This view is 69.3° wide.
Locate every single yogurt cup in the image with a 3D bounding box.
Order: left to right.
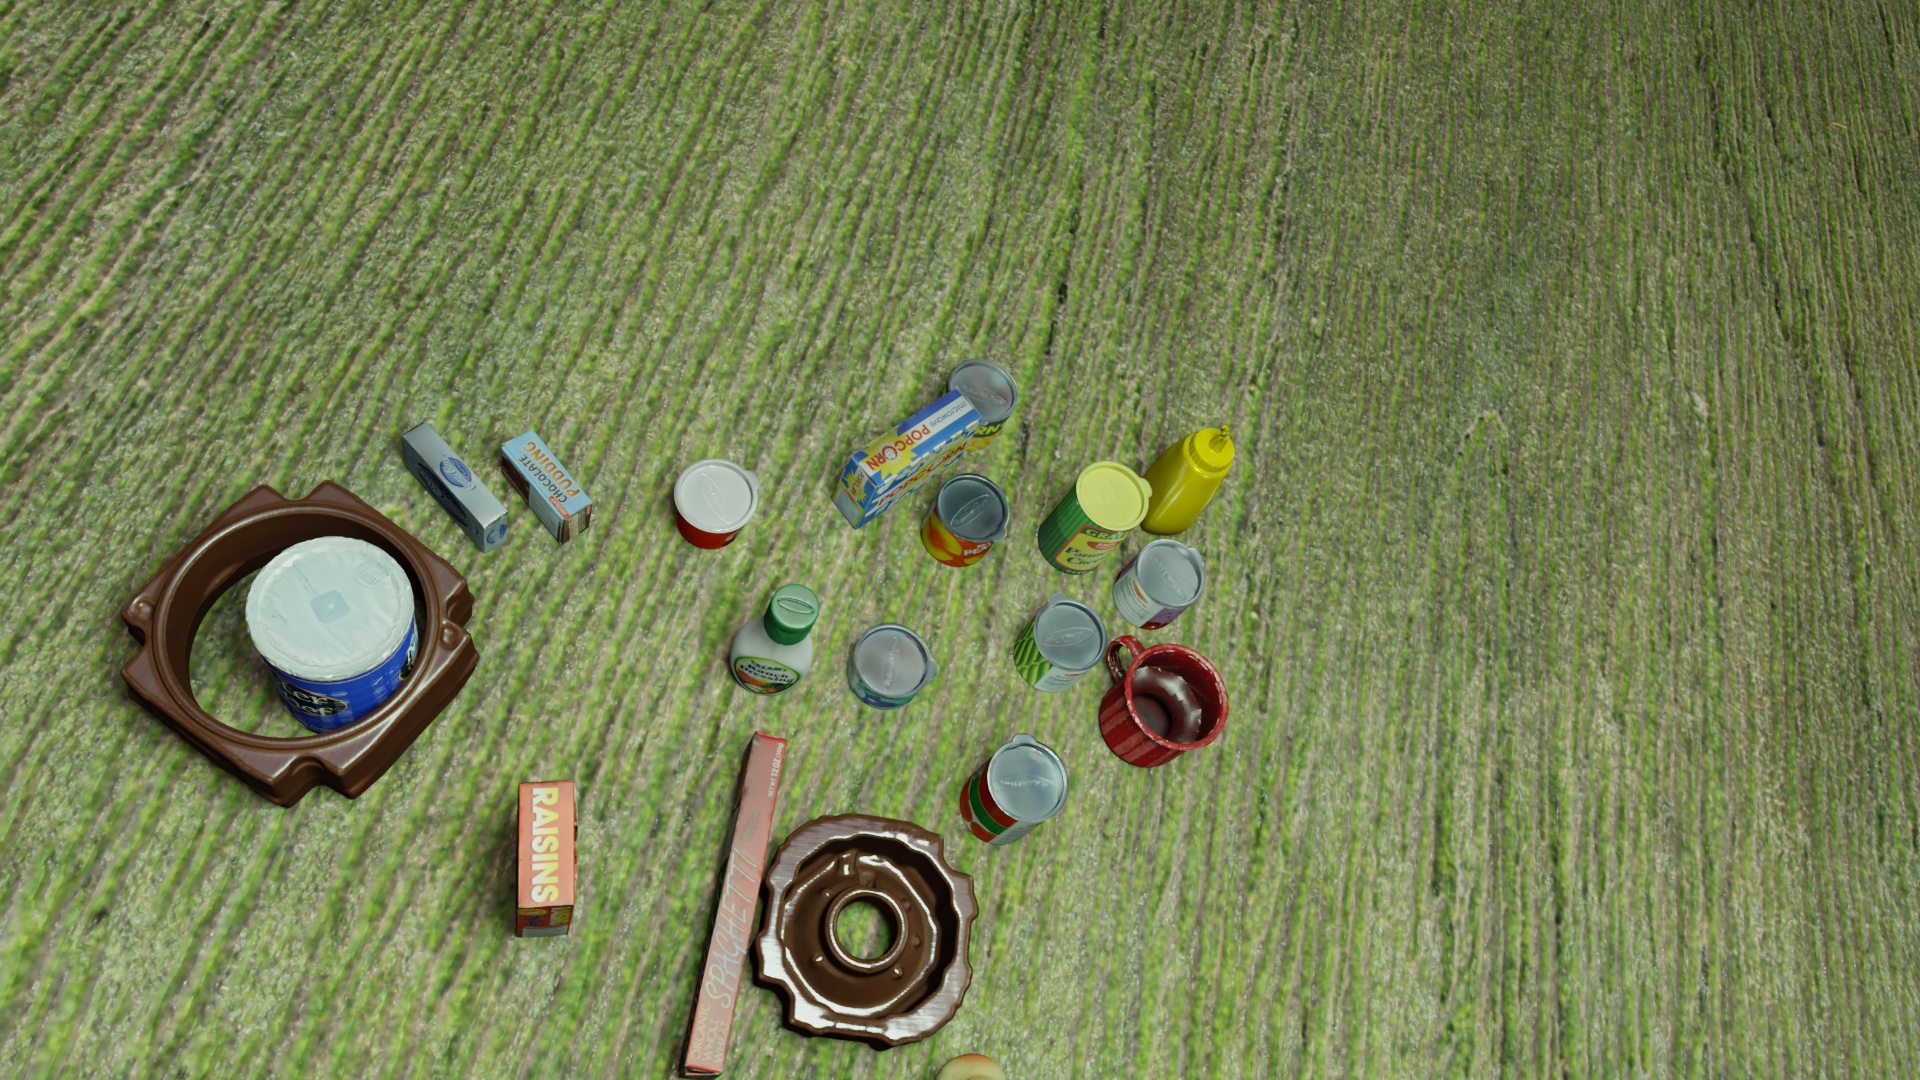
[{"bbox_3d":[-0.206,-0.027,1.158,0.072,0.053,0.072,7,63,-15],"label":"yogurt cup"}]

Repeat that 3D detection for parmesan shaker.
[{"bbox_3d":[0.118,-0.018,1.229,0.071,0.102,0.071,7,64,-15],"label":"parmesan shaker"}]

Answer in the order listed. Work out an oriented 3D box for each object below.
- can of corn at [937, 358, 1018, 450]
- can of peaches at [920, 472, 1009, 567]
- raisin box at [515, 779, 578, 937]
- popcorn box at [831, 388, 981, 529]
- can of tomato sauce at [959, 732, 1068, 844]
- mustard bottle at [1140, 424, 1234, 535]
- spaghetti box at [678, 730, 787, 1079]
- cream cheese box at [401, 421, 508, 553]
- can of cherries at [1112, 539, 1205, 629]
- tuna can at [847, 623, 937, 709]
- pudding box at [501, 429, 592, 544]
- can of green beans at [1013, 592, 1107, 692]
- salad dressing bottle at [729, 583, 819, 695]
[{"bbox_3d":[0.012,-0.121,1.271,0.071,0.058,0.071,7,63,-15],"label":"can of corn"},{"bbox_3d":[0.004,-0.015,1.217,0.071,0.057,0.071,7,63,-15],"label":"can of peaches"},{"bbox_3d":[-0.290,0.224,0.969,0.040,0.122,0.086,1,65,-17],"label":"raisin box"},{"bbox_3d":[-0.047,-0.071,1.212,0.127,0.085,0.038,-36,80,-28],"label":"popcorn box"},{"bbox_3d":[0.041,0.200,1.110,0.071,0.082,0.071,7,64,-15],"label":"can of tomato sauce"},{"bbox_3d":[0.207,-0.060,1.245,0.049,0.159,0.065,7,64,-15],"label":"mustard bottle"},{"bbox_3d":[-0.168,0.268,1.029,0.029,0.050,0.251,14,62,-11],"label":"spaghetti box"},{"bbox_3d":[-0.400,-0.041,1.102,0.104,0.053,0.024,46,61,7],"label":"cream cheese box"},{"bbox_3d":[0.179,0.040,1.247,0.071,0.058,0.072,7,63,-15],"label":"can of cherries"},{"bbox_3d":[-0.057,0.105,1.154,0.071,0.032,0.071,7,63,-15],"label":"tuna can"},{"bbox_3d":[-0.336,-0.044,1.126,0.030,0.049,0.084,-37,80,-28],"label":"pudding box"},{"bbox_3d":[0.085,0.090,1.192,0.071,0.057,0.071,7,63,-15],"label":"can of green beans"},{"bbox_3d":[-0.141,0.077,1.074,0.064,0.147,0.044,18,61,-9],"label":"salad dressing bottle"}]
